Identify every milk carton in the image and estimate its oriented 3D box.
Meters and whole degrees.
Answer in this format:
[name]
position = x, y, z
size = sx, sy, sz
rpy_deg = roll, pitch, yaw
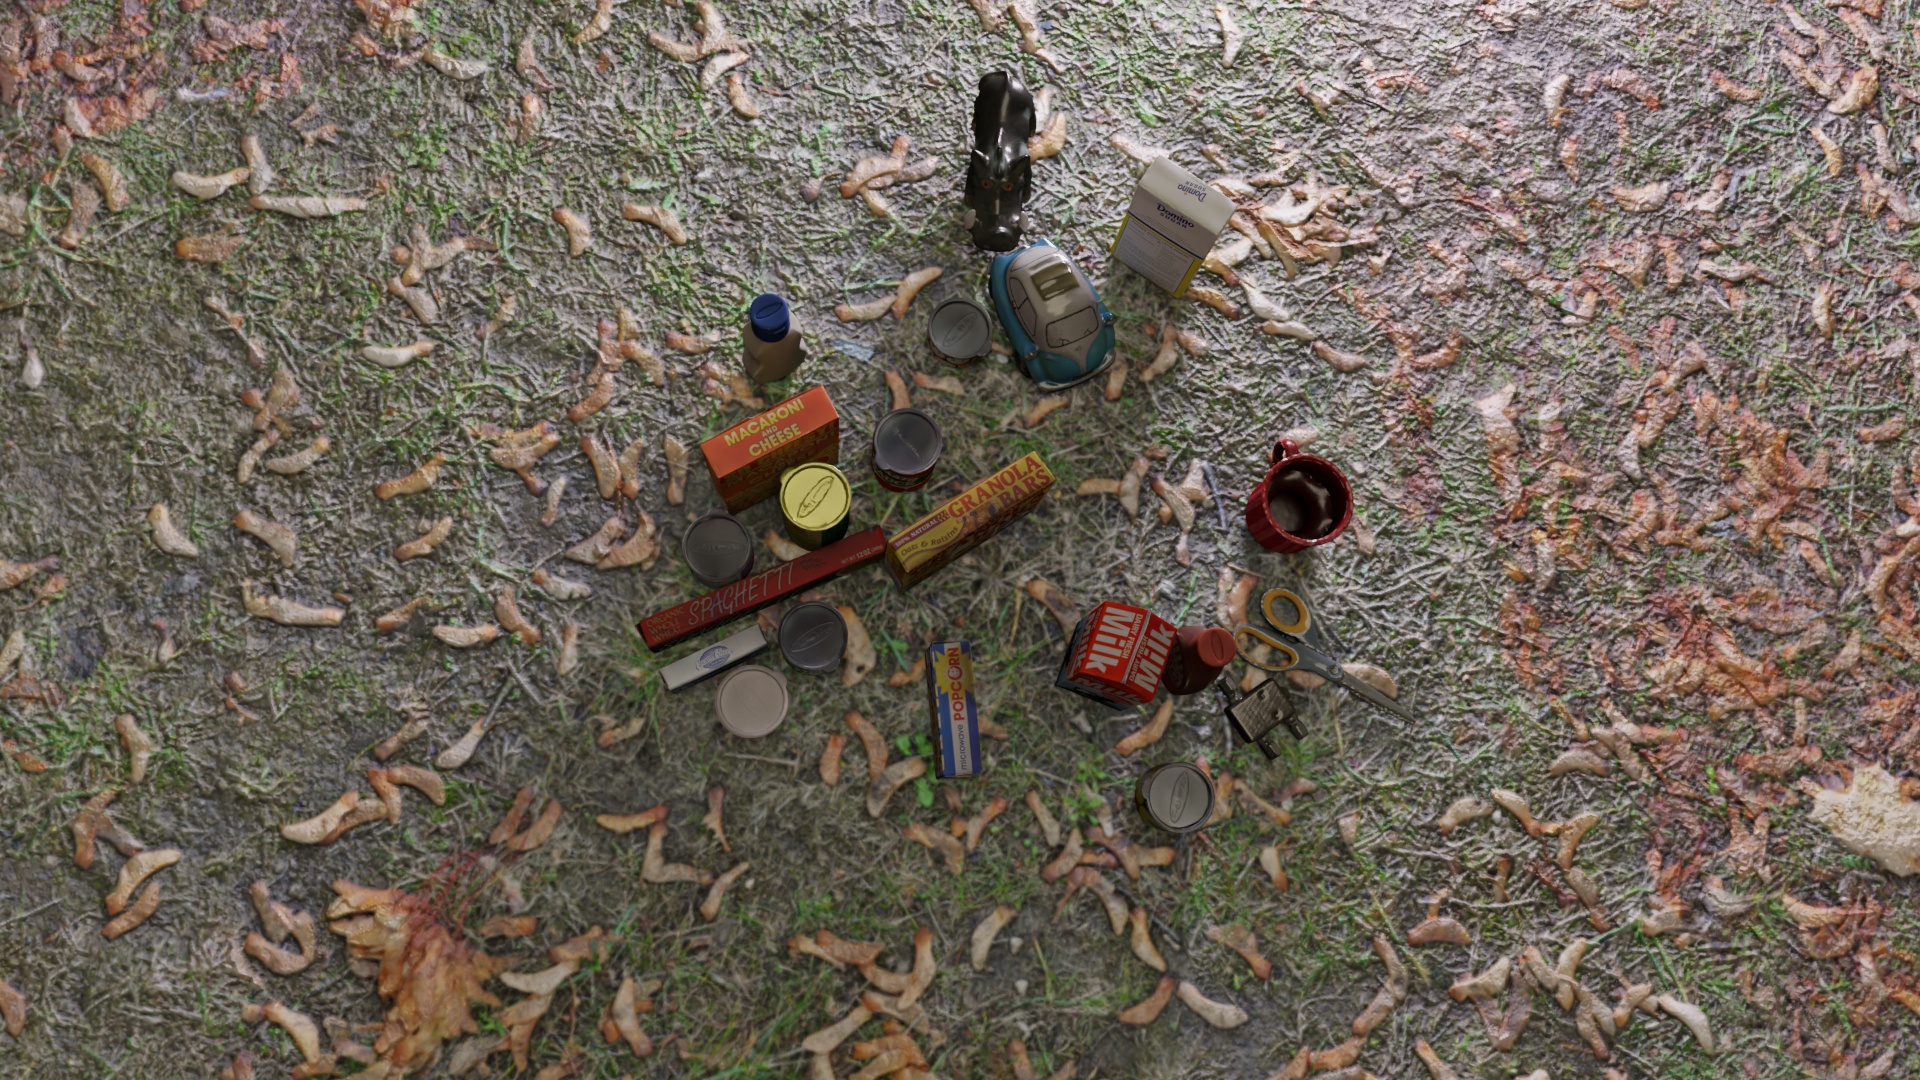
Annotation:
[milk carton]
position = 0.146, 0.108, 1.290
size = 0.073, 0.190, 0.072
rpy_deg = 22, 77, -1

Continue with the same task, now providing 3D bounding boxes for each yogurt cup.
[yogurt cup]
position = -0.196, 0.154, 1.317
size = 0.072, 0.054, 0.072
rpy_deg = 1, 78, -5

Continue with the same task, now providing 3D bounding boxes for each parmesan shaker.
[parmesan shaker]
position = -0.141, -0.033, 1.337
size = 0.071, 0.103, 0.071
rpy_deg = 1, 78, -5

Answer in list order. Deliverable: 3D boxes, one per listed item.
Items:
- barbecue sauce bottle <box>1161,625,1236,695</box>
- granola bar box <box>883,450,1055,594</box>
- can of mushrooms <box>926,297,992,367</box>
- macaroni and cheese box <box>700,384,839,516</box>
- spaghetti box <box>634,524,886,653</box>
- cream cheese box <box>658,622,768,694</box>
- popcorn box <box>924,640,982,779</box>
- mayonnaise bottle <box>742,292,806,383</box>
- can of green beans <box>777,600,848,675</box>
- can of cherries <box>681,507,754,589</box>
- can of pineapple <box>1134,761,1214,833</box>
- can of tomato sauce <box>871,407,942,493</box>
[barbecue sauce bottle]
position = 0.225, 0.110, 1.319
size = 0.044, 0.148, 0.065
rpy_deg = -8, 80, -7
[granola bar box]
position = 0.005, -0.017, 1.337
size = 0.166, 0.124, 0.039
rpy_deg = -32, 83, -11
[can of mushrooms]
position = 0.000, -0.211, 1.424
size = 0.071, 0.033, 0.071
rpy_deg = 1, 78, -5
[macaroni and cheese box]
position = -0.177, -0.083, 1.312
size = 0.124, 0.166, 0.040
rpy_deg = -28, 83, -10
[spaghetti box]
position = -0.189, 0.047, 1.343
size = 0.250, 0.050, 0.029
rpy_deg = -23, 82, -10
[cream cheese box]
position = -0.233, 0.113, 1.323
size = 0.104, 0.053, 0.024
rpy_deg = -25, 82, -10
[popcorn box]
position = -0.008, 0.162, 1.318
size = 0.038, 0.085, 0.127
rpy_deg = -4, 79, -6
[mayonnaise bottle]
position = -0.182, -0.197, 1.345
size = 0.065, 0.147, 0.041
rpy_deg = -30, 83, -10
[can of green beans]
position = -0.141, 0.095, 1.333
size = 0.071, 0.057, 0.071
rpy_deg = 1, 78, -5
[can of cherries]
position = -0.232, 0.008, 1.342
size = 0.071, 0.058, 0.071
rpy_deg = 1, 78, -5
[can of pineapple]
position = 0.203, 0.246, 1.335
size = 0.071, 0.057, 0.071
rpy_deg = 1, 78, -5
[can of tomato sauce]
position = -0.056, -0.085, 1.367
size = 0.071, 0.083, 0.071
rpy_deg = 1, 78, -5
